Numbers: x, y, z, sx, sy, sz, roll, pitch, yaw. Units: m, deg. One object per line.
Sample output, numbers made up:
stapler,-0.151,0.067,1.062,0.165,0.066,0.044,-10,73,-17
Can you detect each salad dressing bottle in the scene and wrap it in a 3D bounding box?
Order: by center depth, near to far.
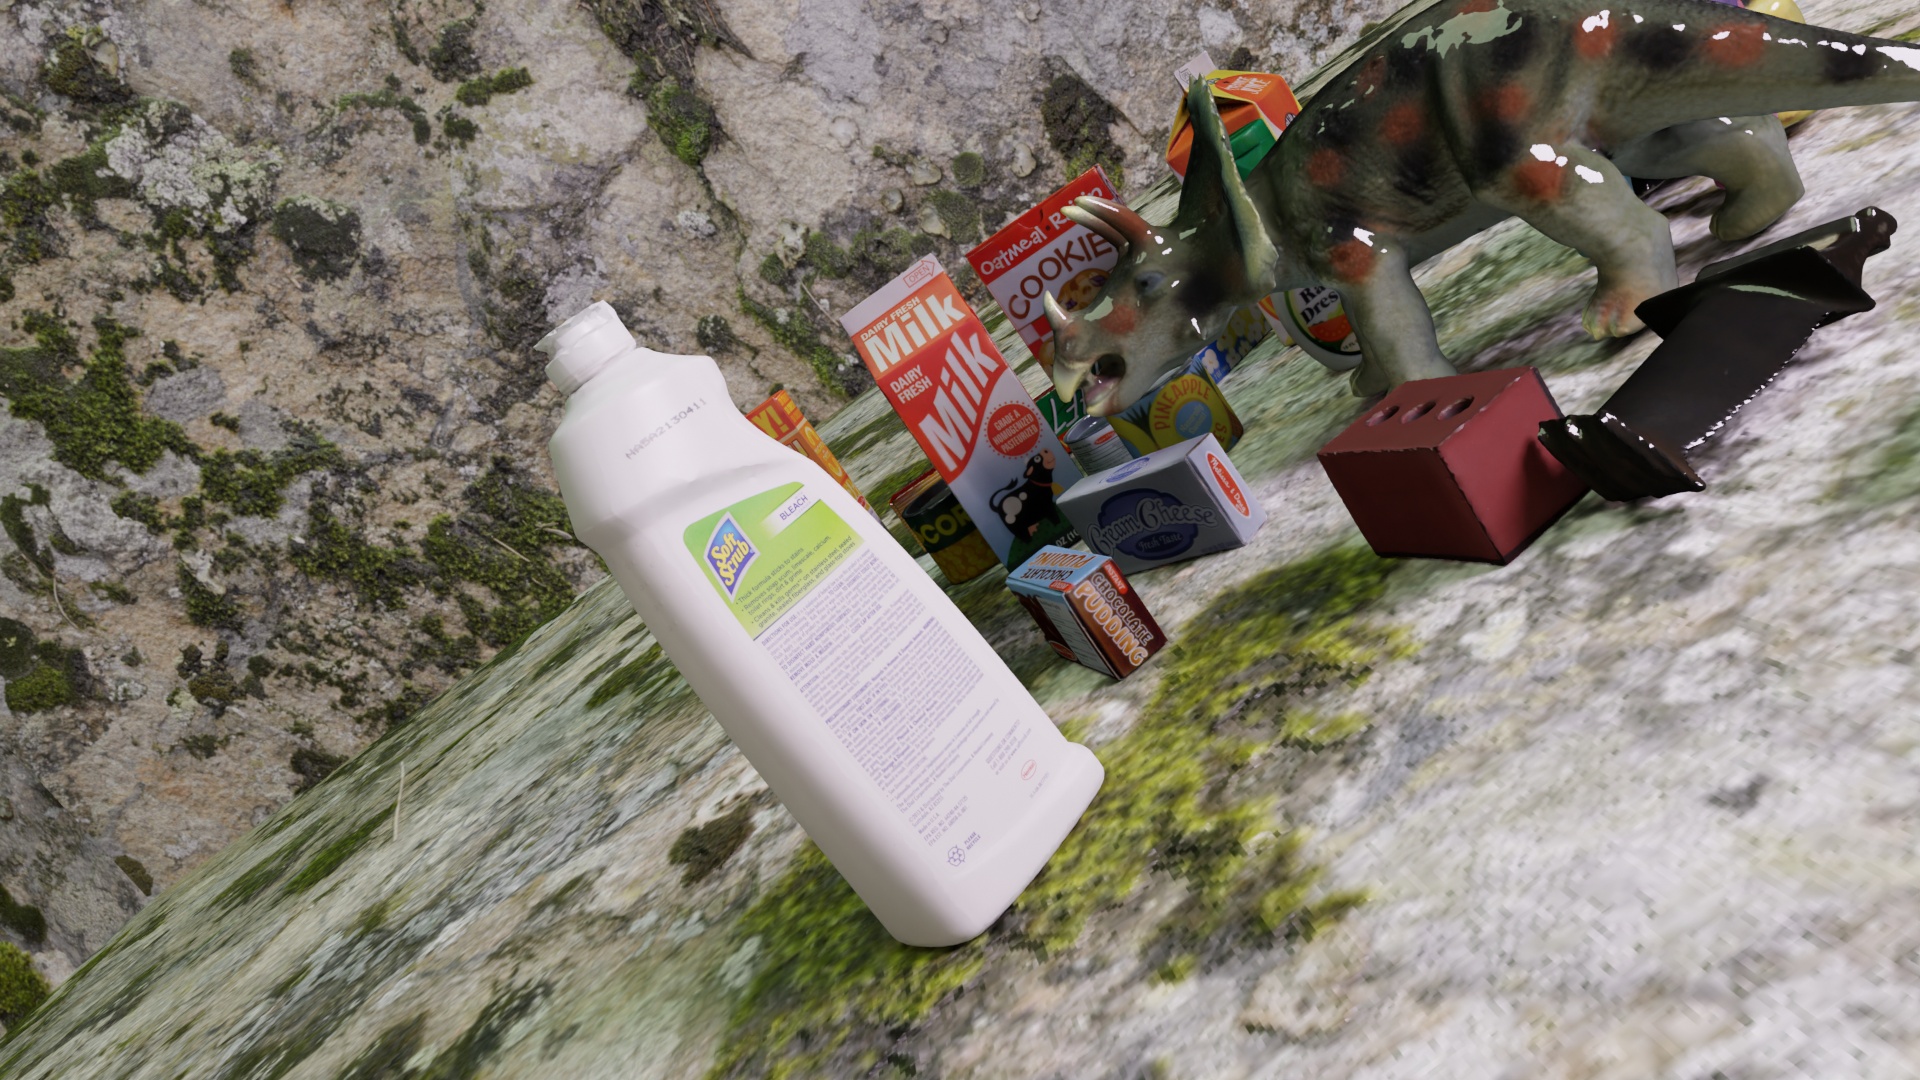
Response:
salad dressing bottle,0.195,-0.169,0.795,0.064,0.147,0.044,-33,12,13

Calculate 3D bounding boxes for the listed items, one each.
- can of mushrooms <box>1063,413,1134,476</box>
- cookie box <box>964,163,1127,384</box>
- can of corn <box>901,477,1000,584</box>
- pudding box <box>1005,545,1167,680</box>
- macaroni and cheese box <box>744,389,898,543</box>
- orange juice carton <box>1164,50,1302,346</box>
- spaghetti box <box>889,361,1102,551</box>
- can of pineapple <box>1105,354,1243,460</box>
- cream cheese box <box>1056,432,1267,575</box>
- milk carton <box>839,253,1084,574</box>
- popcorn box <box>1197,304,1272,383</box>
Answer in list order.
can of mushrooms,0.108,-0.075,0.951,0.071,0.033,0.071,-34,12,8
cookie box,0.102,-0.192,1.097,0.122,0.167,0.040,-32,12,17
can of corn,0.003,-0.012,0.935,0.071,0.058,0.071,-34,12,8
pudding box,0.056,0.031,0.640,0.030,0.049,0.083,-38,12,-11
macaroni and cheese box,-0.139,-0.014,1.079,0.123,0.166,0.040,-33,12,12
orange juice carton,0.202,-0.232,0.913,0.073,0.192,0.072,-27,15,39
spaghetti box,0.061,-0.082,1.067,0.250,0.050,0.029,-35,11,5
can of pineapple,0.127,-0.072,0.827,0.071,0.058,0.071,-34,12,8
cream cheese box,0.098,-0.015,0.694,0.024,0.053,0.103,-43,14,-33
milk carton,0.008,-0.077,0.852,0.072,0.190,0.073,-35,11,6
popcorn box,0.175,-0.167,0.997,0.127,0.085,0.038,-43,14,-33
